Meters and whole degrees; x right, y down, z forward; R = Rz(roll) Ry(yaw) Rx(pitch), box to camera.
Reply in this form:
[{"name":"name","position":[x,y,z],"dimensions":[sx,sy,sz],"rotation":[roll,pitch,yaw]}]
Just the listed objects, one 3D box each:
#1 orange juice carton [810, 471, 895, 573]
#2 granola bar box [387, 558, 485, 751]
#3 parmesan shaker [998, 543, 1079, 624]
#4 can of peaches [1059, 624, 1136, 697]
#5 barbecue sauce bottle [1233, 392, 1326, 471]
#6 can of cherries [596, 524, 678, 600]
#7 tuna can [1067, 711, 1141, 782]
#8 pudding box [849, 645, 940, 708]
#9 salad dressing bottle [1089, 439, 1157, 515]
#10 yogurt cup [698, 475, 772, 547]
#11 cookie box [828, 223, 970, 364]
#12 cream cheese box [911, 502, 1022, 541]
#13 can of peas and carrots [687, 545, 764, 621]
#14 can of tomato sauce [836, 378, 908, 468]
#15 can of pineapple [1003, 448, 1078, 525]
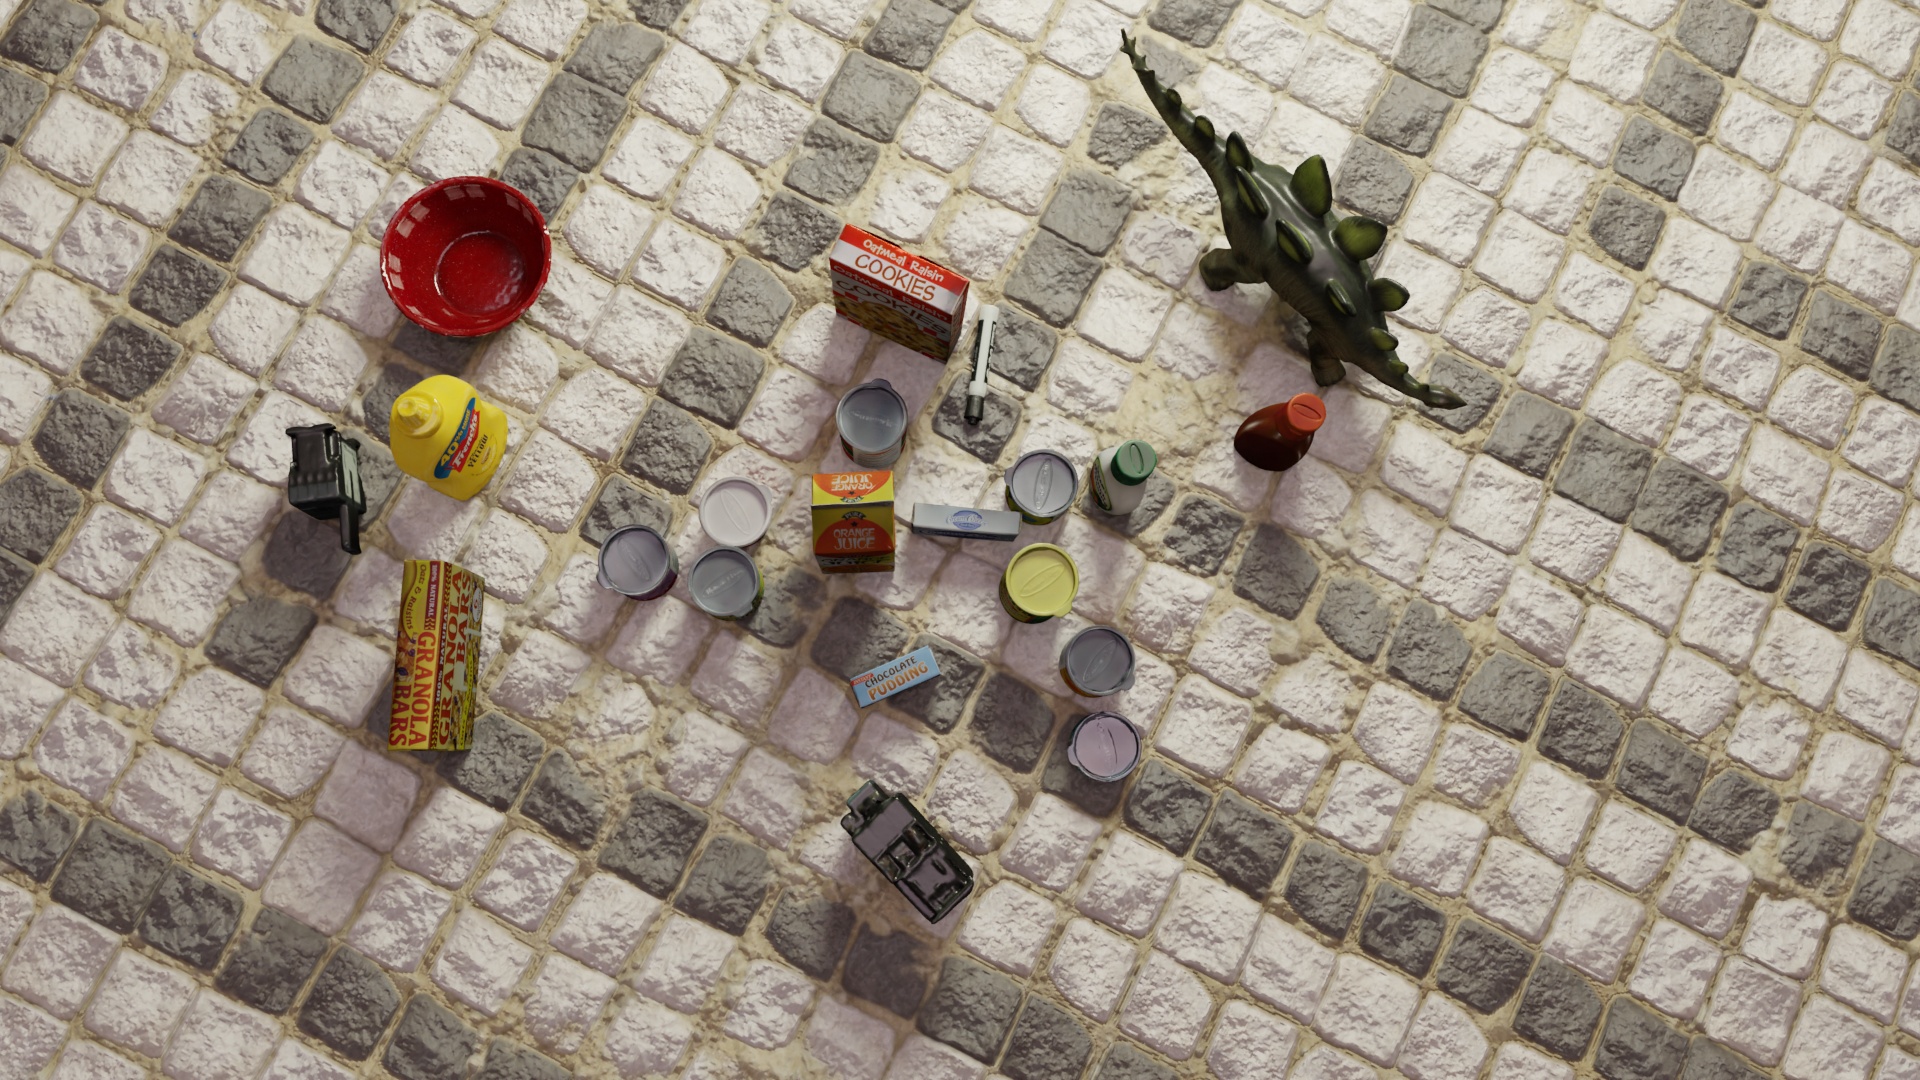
[{"name":"orange juice carton","position":[-0.095,-0.017,1.254],"dimensions":[0.072,0.192,0.073],"rotation":[-2,82,-3]},{"name":"granola bar box","position":[-0.468,0.106,1.249],"dimensions":[0.039,0.124,0.165],"rotation":[2,81,-3]},{"name":"parmesan shaker","position":[0.073,0.045,1.298],"dimensions":[0.071,0.103,0.071],"rotation":[0,81,-3]},{"name":"can of peaches","position":[0.130,0.117,1.312],"dimensions":[0.071,0.058,0.071],"rotation":[0,81,-3]},{"name":"barbecue sauce bottle","position":[0.305,-0.103,1.311],"dimensions":[0.065,0.148,0.044],"rotation":[27,81,1]},{"name":"can of cherries","position":[-0.304,0.023,1.305],"dimensions":[0.071,0.058,0.071],"rotation":[0,81,-3]},{"name":"tuna can","position":[0.134,0.196,1.313],"dimensions":[0.071,0.033,0.071],"rotation":[0,81,-3]},{"name":"pudding box","position":[-0.061,0.128,1.305],"dimensions":[0.084,0.049,0.030],"rotation":[-23,83,-6]},{"name":"salad dressing bottle","position":[0.152,-0.062,1.297],"dimensions":[0.044,0.147,0.064],"rotation":[-12,82,-5]},{"name":"yogurt cup","position":[-0.211,-0.023,1.319],"dimensions":[0.072,0.054,0.072],"rotation":[0,81,-3]},{"name":"cookie box","position":[-0.057,-0.228,1.303],"dimensions":[0.123,0.167,0.040],"rotation":[25,81,1]},{"name":"cream cheese box","position":[0.005,-0.017,1.330],"dimensions":[0.104,0.053,0.024],"rotation":[5,81,-2]},{"name":"can of peas and carrots","position":[-0.218,0.043,1.306],"dimensions":[0.071,0.058,0.071],"rotation":[0,81,-3]},{"name":"can of tomato sauce","position":[-0.084,-0.110,1.325],"dimensions":[0.071,0.083,0.071],"rotation":[0,81,-3]},{"name":"can of pineapple","position":[0.076,-0.051,1.337],"dimensions":[0.071,0.058,0.071],"rotation":[0,81,-3]}]
